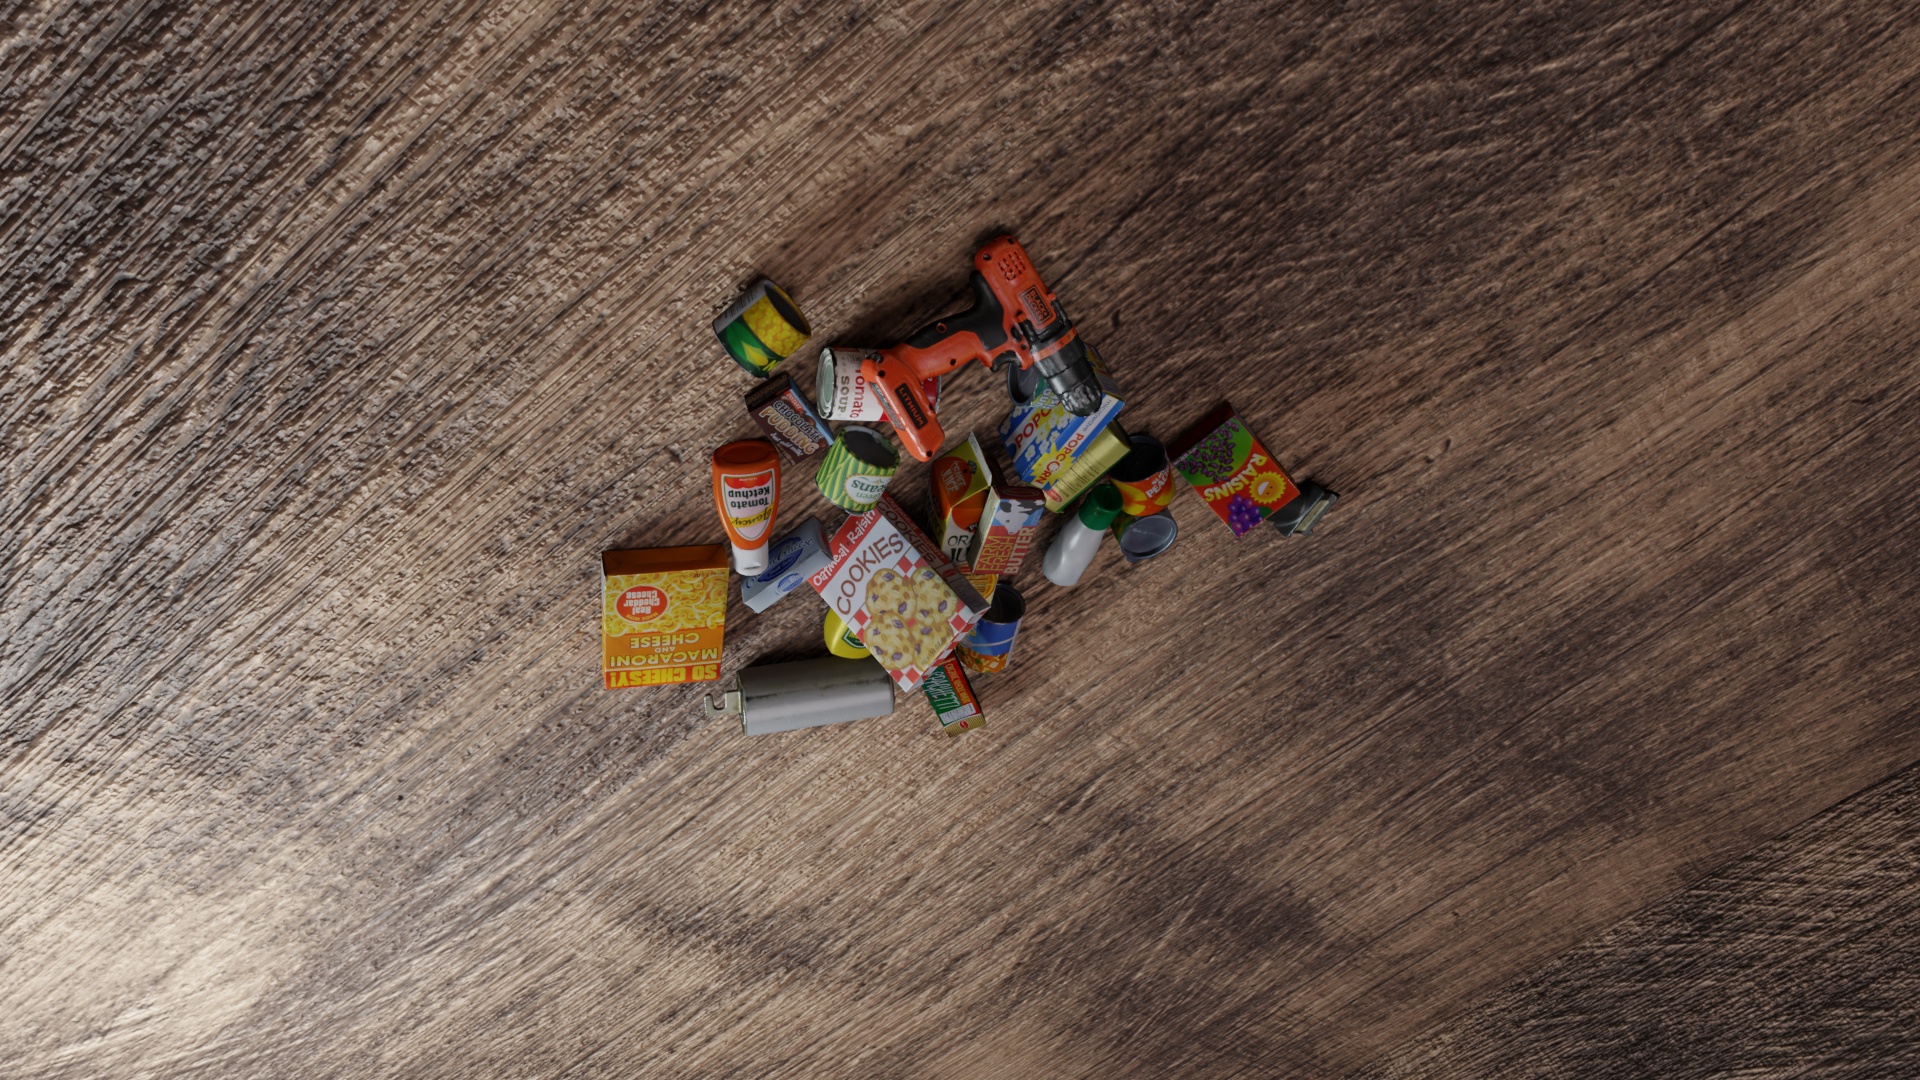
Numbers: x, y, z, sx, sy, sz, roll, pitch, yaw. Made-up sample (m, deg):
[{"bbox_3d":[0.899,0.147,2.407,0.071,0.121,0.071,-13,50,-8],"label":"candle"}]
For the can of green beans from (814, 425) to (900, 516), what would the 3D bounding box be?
[{"bbox_3d":[-0.099,-0.070,1.349,0.071,0.071,0.057,13,127,-30],"label":"can of green beans"}]

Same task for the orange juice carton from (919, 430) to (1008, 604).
[{"bbox_3d":[0.005,-0.018,1.434,0.073,0.072,0.191,-3,134,-18],"label":"orange juice carton"}]

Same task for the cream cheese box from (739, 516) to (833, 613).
[{"bbox_3d":[-0.179,0.025,1.421,0.103,0.053,0.024,-35,132,14],"label":"cream cheese box"}]

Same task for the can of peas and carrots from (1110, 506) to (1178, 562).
[{"bbox_3d":[0.194,-0.021,1.511,0.071,0.059,0.070,-10,136,-10],"label":"can of peas and carrots"}]

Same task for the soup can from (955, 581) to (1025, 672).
[{"bbox_3d":[0.030,0.098,1.562,0.071,0.071,0.083,-3,134,-18],"label":"soup can"}]

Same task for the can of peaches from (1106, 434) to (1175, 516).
[{"bbox_3d":[0.190,-0.067,1.456,0.071,0.071,0.057,-23,137,2],"label":"can of peaches"}]

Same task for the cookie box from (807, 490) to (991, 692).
[{"bbox_3d":[-0.067,0.050,1.414,0.122,0.167,0.040,-50,164,27],"label":"cookie box"}]

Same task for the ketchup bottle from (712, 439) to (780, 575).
[{"bbox_3d":[-0.208,-0.030,1.364,0.065,0.044,0.148,-7,135,-13],"label":"ketchup bottle"}]

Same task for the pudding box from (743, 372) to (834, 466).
[{"bbox_3d":[-0.161,-0.114,1.309,0.049,0.030,0.083,-29,136,7],"label":"pudding box"}]

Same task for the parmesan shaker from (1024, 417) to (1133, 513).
[{"bbox_3d":[0.119,-0.084,1.415,0.103,0.071,0.071,-40,133,18],"label":"parmesan shaker"}]

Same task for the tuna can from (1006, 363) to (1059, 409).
[{"bbox_3d":[0.074,-0.157,1.324,0.033,0.071,0.070,4,131,-25],"label":"tuna can"}]

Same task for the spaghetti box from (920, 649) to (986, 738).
[{"bbox_3d":[-0.013,0.172,1.592,0.050,0.029,0.249,-21,154,-1],"label":"spaghetti box"}]

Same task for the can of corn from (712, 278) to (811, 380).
[{"bbox_3d":[-0.170,-0.183,1.210,0.058,0.071,0.071,-37,134,15],"label":"can of corn"}]

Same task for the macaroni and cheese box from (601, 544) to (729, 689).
[{"bbox_3d":[-0.307,0.080,1.437,0.124,0.040,0.165,-3,133,-18],"label":"macaroni and cheese box"}]

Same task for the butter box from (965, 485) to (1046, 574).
[{"bbox_3d":[0.045,-0.010,1.385,0.053,0.024,0.103,1,132,-22],"label":"butter box"}]

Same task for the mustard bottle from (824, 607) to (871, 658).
[{"bbox_3d":[-0.093,0.059,1.489,0.065,0.049,0.159,8,130,-31],"label":"mustard bottle"}]

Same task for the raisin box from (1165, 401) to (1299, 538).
[{"bbox_3d":[0.290,-0.074,1.482,0.086,0.040,0.123,-38,112,16],"label":"raisin box"}]

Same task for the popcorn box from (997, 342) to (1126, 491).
[{"bbox_3d":[0.098,-0.122,1.357,0.038,0.085,0.126,20,123,-35],"label":"popcorn box"}]

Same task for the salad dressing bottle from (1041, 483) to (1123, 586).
[{"bbox_3d":[0.130,-0.006,1.482,0.044,0.064,0.147,17,145,-8],"label":"salad dressing bottle"}]
